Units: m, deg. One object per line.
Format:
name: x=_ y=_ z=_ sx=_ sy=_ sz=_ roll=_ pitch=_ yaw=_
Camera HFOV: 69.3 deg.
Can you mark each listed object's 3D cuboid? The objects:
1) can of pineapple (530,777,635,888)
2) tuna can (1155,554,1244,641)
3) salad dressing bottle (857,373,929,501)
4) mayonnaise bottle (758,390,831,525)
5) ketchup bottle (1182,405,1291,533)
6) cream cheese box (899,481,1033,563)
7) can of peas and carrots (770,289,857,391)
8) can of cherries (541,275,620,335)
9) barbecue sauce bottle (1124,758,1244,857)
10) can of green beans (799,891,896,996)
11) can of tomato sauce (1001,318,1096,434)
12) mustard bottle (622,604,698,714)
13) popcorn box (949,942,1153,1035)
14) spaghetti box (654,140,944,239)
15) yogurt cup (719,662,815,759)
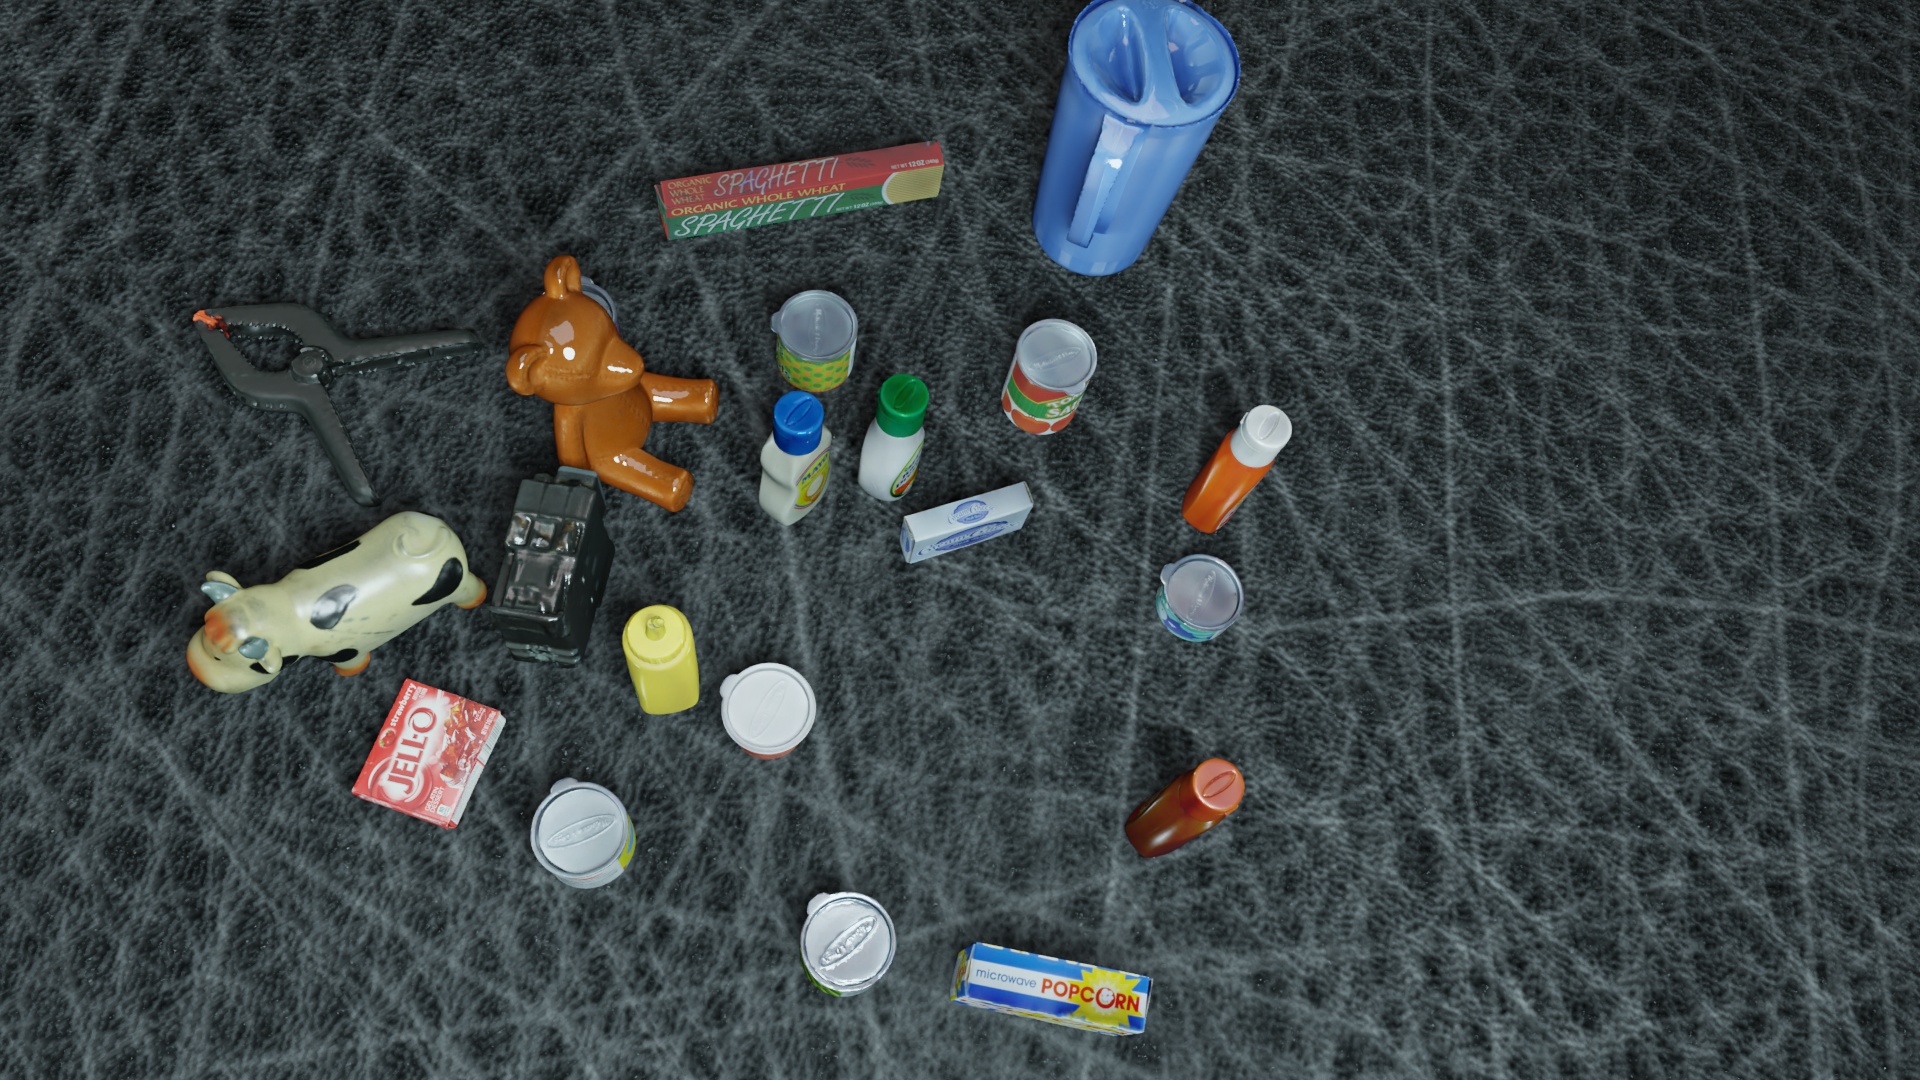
can of pineapple: x=-0.265 y=0.207 z=0.981 sx=0.071 sy=0.057 sz=0.071 roll=3 pitch=68 yaw=-7
tuna can: x=0.191 y=0.046 z=1.125 sx=0.071 sy=0.032 sz=0.071 roll=3 pitch=68 yaw=-7
salad dressing bottle: x=-0.051 y=-0.080 z=1.079 sx=0.044 sy=0.147 sz=0.064 roll=31 pitch=68 yaw=5
mayonnaise bottle: x=-0.125 y=-0.065 z=1.062 sx=0.041 sy=0.147 sz=0.065 roll=37 pitch=68 yaw=7
ketchup bottle: x=0.221 y=-0.060 z=1.109 sx=0.043 sy=0.148 sz=0.065 roll=33 pitch=68 yaw=6
cream cheese box: x=0.004 y=-0.014 z=1.111 sx=0.104 sy=0.053 sz=0.024 roll=-17 pitch=72 yaw=-14
can of peas and carrots: x=-0.122 y=-0.164 z=1.152 sx=0.071 sy=0.058 sz=0.071 roll=3 pitch=68 yaw=-7
can of cherries: x=-0.309 y=-0.170 z=1.127 sx=0.071 sy=0.058 sz=0.072 roll=3 pitch=68 yaw=-7
barbecue sauce bottle: x=0.164 y=0.191 z=1.000 sx=0.065 sy=0.148 sz=0.044 roll=-30 pitch=76 yaw=-18
can of green beans: x=-0.080 y=0.284 z=0.976 sx=0.071 sy=0.057 sz=0.071 roll=3 pitch=68 yaw=-7
can of tomato sauce: x=0.073 y=-0.133 z=1.154 sx=0.071 sy=0.082 sz=0.071 roll=3 pitch=68 yaw=-7
mustard bottle: x=-0.213 y=0.078 z=0.985 sx=0.049 sy=0.159 sz=0.065 roll=-10 pitch=70 yaw=-12
popcorn box: x=0.061 y=0.314 z=0.969 sx=0.127 sy=0.085 sz=0.038 roll=12 pitch=67 yaw=-3
spaghetti box: x=-0.138 y=-0.306 z=1.212 sx=0.250 sy=0.050 sz=0.029 roll=-12 pitch=71 yaw=-13
yogurt cup: x=-0.142 y=0.130 z=1.032 sx=0.072 sy=0.053 sz=0.072 roll=3 pitch=68 yaw=-7
